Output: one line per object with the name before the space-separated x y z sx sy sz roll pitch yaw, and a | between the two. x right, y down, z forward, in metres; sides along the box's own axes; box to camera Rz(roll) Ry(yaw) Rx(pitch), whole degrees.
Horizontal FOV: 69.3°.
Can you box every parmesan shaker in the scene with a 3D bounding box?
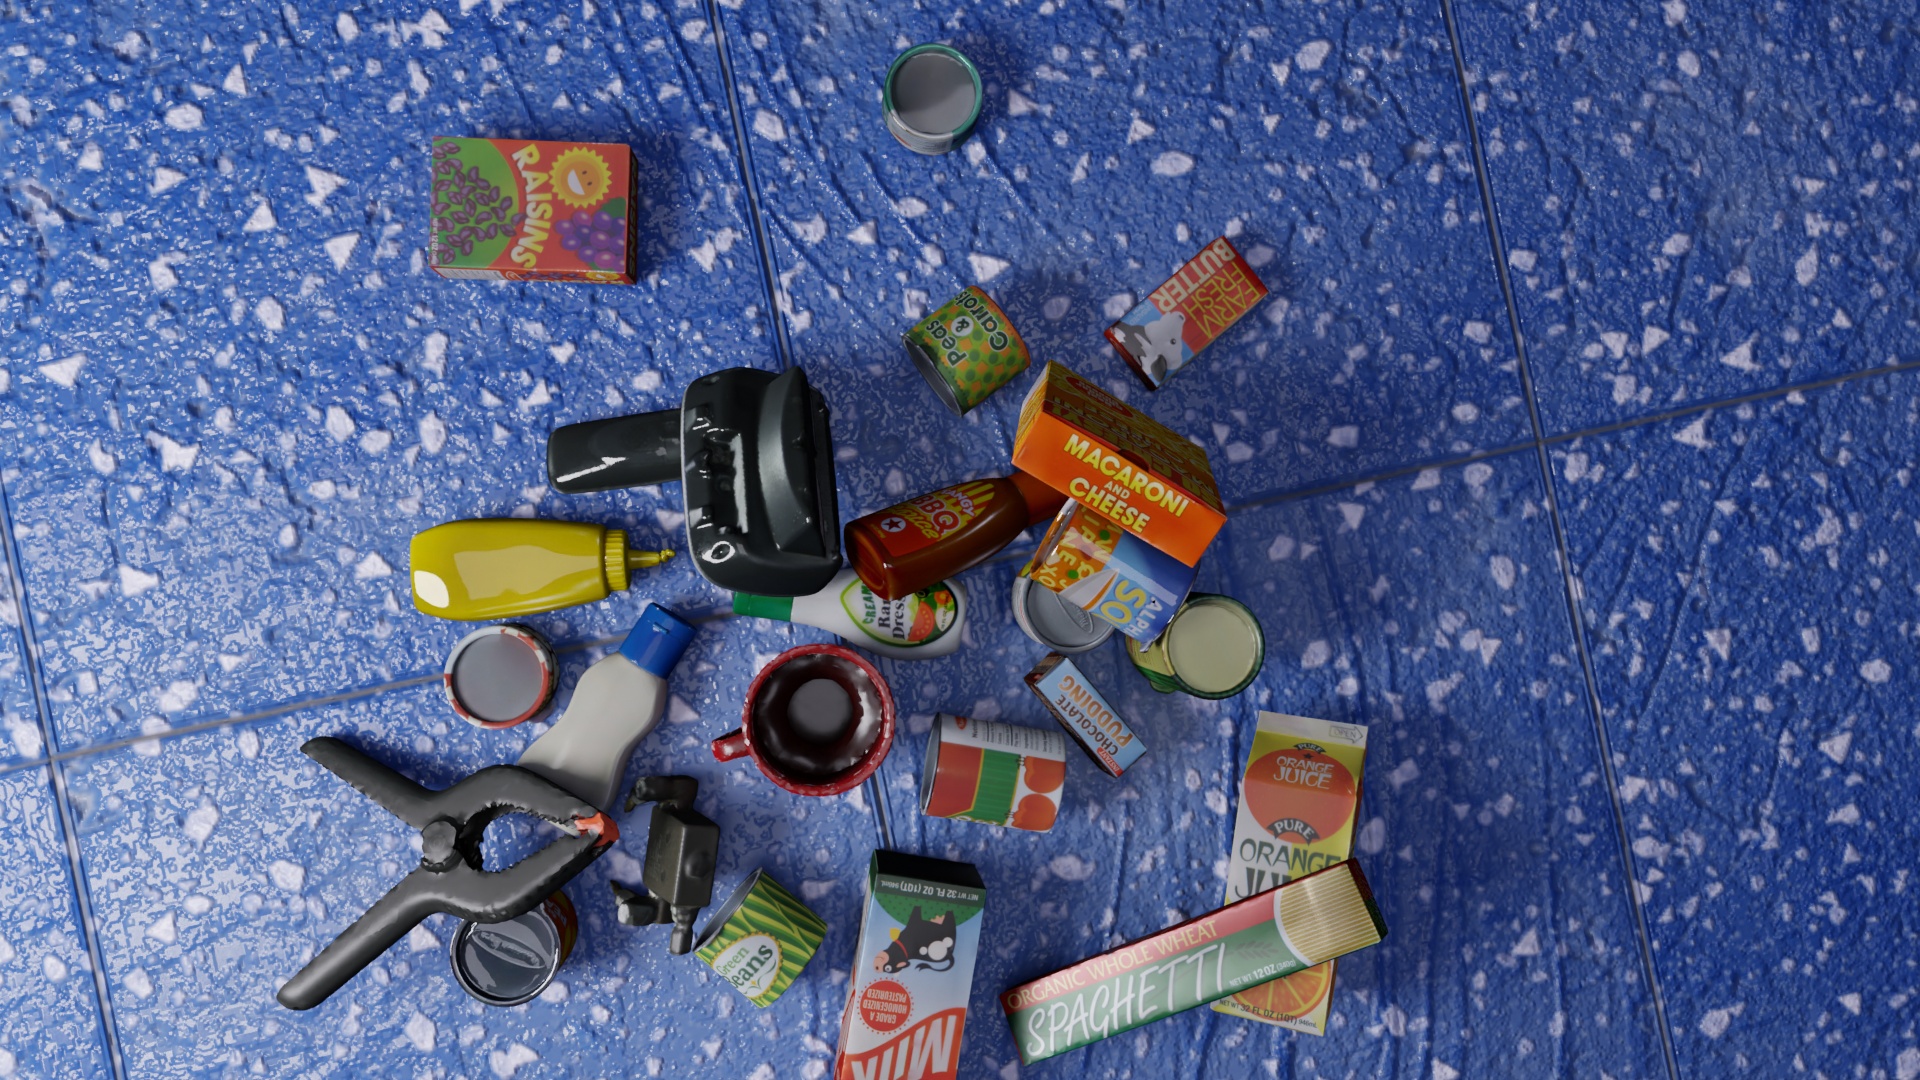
parmesan shaker | 0.149 0.068 0.891 0.071 0.103 0.071 0 89 -6

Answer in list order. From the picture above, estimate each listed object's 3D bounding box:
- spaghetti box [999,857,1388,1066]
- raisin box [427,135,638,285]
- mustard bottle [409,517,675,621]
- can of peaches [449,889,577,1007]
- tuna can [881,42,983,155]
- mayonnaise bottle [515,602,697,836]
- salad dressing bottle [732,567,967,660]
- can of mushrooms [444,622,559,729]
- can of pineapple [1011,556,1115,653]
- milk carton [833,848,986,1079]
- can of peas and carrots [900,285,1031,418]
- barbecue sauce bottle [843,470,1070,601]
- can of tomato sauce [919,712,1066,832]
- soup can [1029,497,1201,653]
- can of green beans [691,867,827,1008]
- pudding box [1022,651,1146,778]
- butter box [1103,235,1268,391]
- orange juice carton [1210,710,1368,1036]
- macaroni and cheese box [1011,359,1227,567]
spaghetti box | 0.139 0.266 0.868 0.249 0.029 0.050 -27 74 19
raisin box | -0.271 -0.210 0.890 0.123 0.040 0.086 1 88 -4
mustard bottle | -0.261 0.016 0.880 0.160 0.049 0.065 -3 90 -6
can of peaches | -0.276 0.248 0.869 0.071 0.058 0.071 0 88 -5
tuna can | -0.018 -0.294 0.919 0.071 0.033 0.071 0 89 -5
mayonnaise bottle | -0.223 0.111 0.886 0.065 0.041 0.148 32 85 3
salad dressing bottle | -0.071 0.041 0.900 0.148 0.044 0.064 8 77 -5
can of mushrooms | -0.290 0.088 0.884 0.071 0.033 0.071 0 88 -6
can of pineapple | 0.070 0.038 0.907 0.071 0.058 0.071 0 89 -6
milk carton | -0.036 0.302 0.883 0.072 0.073 0.190 11 88 -5
can of peas and carrots | 0.003 -0.124 0.898 0.059 0.071 0.071 -37 92 -5
barbecue sauce bottle | 0.003 -0.011 0.891 0.149 0.065 0.043 -22 130 -24
can of tomato sauce | 0.020 0.152 0.896 0.083 0.071 0.071 10 88 -6
soup can | 0.092 0.018 0.845 0.084 0.071 0.071 30 86 -5
can of green beans | -0.126 0.251 0.879 0.058 0.071 0.071 41 86 -4
pudding box | 0.081 0.113 0.910 0.030 0.049 0.083 -41 93 -6
butter box | 0.152 -0.153 0.936 0.103 0.024 0.053 -41 93 -5
orange juice carton | 0.215 0.210 0.900 0.072 0.073 0.192 8 88 19
macaroni and cheese box | 0.096 -0.053 0.856 0.124 0.167 0.040 30 107 -4
